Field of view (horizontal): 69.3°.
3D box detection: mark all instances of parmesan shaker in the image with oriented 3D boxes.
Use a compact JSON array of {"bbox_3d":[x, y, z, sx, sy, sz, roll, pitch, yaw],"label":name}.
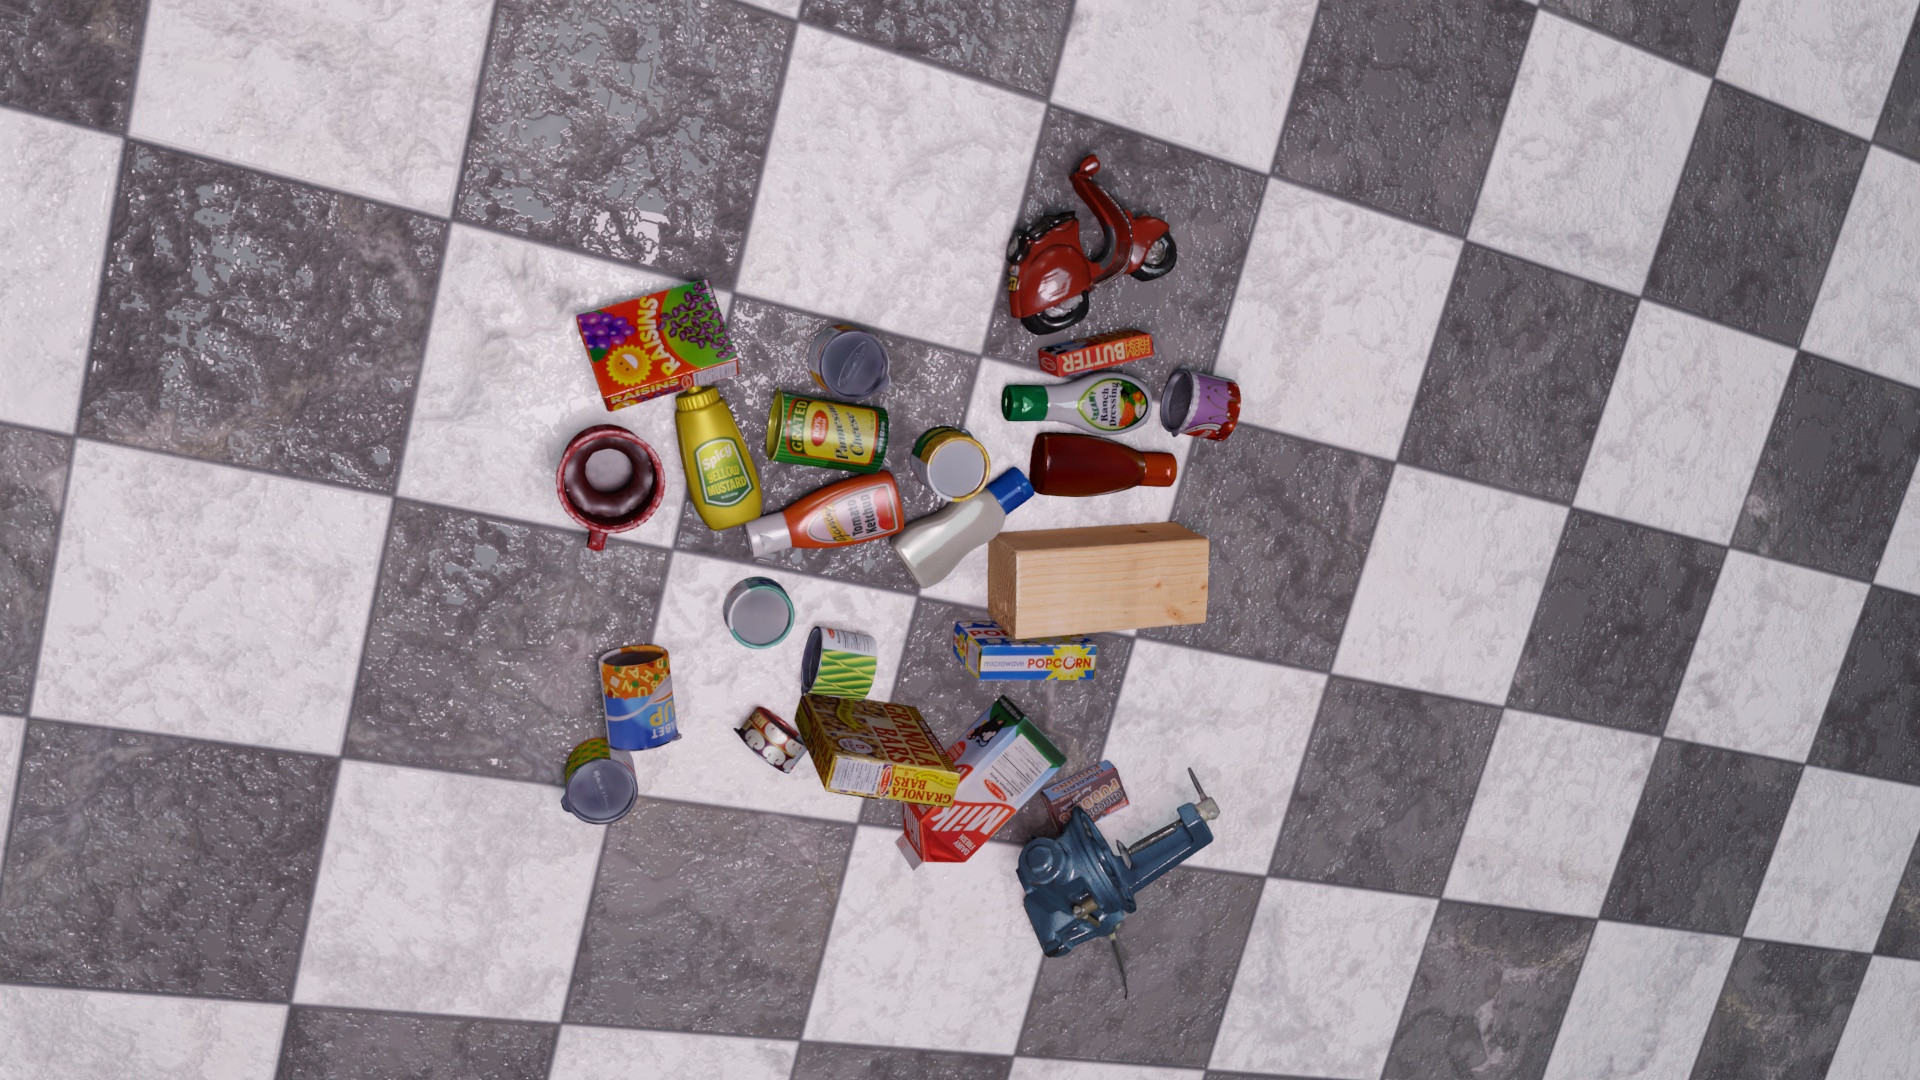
[{"bbox_3d":[-0.125,-0.103,1.307,0.103,0.071,0.071,7,101,-19],"label":"parmesan shaker"}]

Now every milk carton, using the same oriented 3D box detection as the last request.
[{"bbox_3d":[0.010,0.258,1.432,0.191,0.072,0.073,-45,111,-4],"label":"milk carton"}]

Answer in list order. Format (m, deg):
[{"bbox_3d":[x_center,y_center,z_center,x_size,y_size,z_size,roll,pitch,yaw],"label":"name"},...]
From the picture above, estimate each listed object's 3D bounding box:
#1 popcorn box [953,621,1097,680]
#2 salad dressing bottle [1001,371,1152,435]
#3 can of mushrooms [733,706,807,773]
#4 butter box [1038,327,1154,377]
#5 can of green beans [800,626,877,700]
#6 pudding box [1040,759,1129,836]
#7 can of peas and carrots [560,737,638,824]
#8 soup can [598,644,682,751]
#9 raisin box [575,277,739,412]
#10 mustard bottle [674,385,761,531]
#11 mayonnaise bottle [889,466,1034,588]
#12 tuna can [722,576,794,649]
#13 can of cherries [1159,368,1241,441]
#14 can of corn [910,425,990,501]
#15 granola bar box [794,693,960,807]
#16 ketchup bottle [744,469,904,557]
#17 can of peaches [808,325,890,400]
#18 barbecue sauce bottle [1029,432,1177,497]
[{"bbox_3d":[0.065,0.111,1.407,0.127,0.085,0.038,2,102,-17],"label":"popcorn box"},{"bbox_3d":[0.116,-0.137,1.386,0.148,0.044,0.064,-2,101,-17],"label":"salad dressing bottle"},{"bbox_3d":[-0.185,0.193,1.358,0.071,0.071,0.033,40,89,-22],"label":"can of mushrooms"},{"bbox_3d":[0.134,-0.187,1.376,0.104,0.053,0.024,-14,109,-14],"label":"butter box"},{"bbox_3d":[-0.119,0.121,1.361,0.058,0.071,0.071,12,99,-20],"label":"can of green beans"},{"bbox_3d":[0.135,0.279,1.498,0.084,0.030,0.049,-23,110,-11],"label":"pudding box"},{"bbox_3d":[-0.344,0.229,1.320,0.071,0.059,0.070,-4,104,-16],"label":"can of peas and carrots"},{"bbox_3d":[-0.301,0.148,1.309,0.071,0.071,0.083,-7,105,-16],"label":"soup can"},{"bbox_3d":[-0.270,-0.175,1.241,0.123,0.040,0.086,-19,79,-13],"label":"raisin box"},{"bbox_3d":[-0.232,-0.090,1.285,0.065,0.049,0.159,-20,108,-15],"label":"mustard bottle"},{"bbox_3d":[0.005,-0.017,1.382,0.148,0.041,0.064,-36,112,-8],"label":"mayonnaise bottle"},{"bbox_3d":[-0.193,0.071,1.344,0.071,0.033,0.071,-4,104,-16],"label":"tuna can"},{"bbox_3d":[0.244,-0.135,1.415,0.058,0.071,0.071,9,100,-20],"label":"can of cherries"},{"bbox_3d":[-0.008,-0.076,1.354,0.071,0.058,0.071,-4,105,-16],"label":"can of corn"},{"bbox_3d":[-0.083,0.199,1.338,0.124,0.166,0.039,12,102,-20],"label":"granola bar box"},{"bbox_3d":[-0.132,-0.021,1.336,0.149,0.043,0.064,-16,113,-13],"label":"ketchup bottle"},{"bbox_3d":[-0.104,-0.166,1.303,0.071,0.058,0.071,-4,104,-17],"label":"can of peaches"},{"bbox_3d":[0.147,-0.075,1.411,0.149,0.044,0.064,2,103,-18],"label":"barbecue sauce bottle"}]
